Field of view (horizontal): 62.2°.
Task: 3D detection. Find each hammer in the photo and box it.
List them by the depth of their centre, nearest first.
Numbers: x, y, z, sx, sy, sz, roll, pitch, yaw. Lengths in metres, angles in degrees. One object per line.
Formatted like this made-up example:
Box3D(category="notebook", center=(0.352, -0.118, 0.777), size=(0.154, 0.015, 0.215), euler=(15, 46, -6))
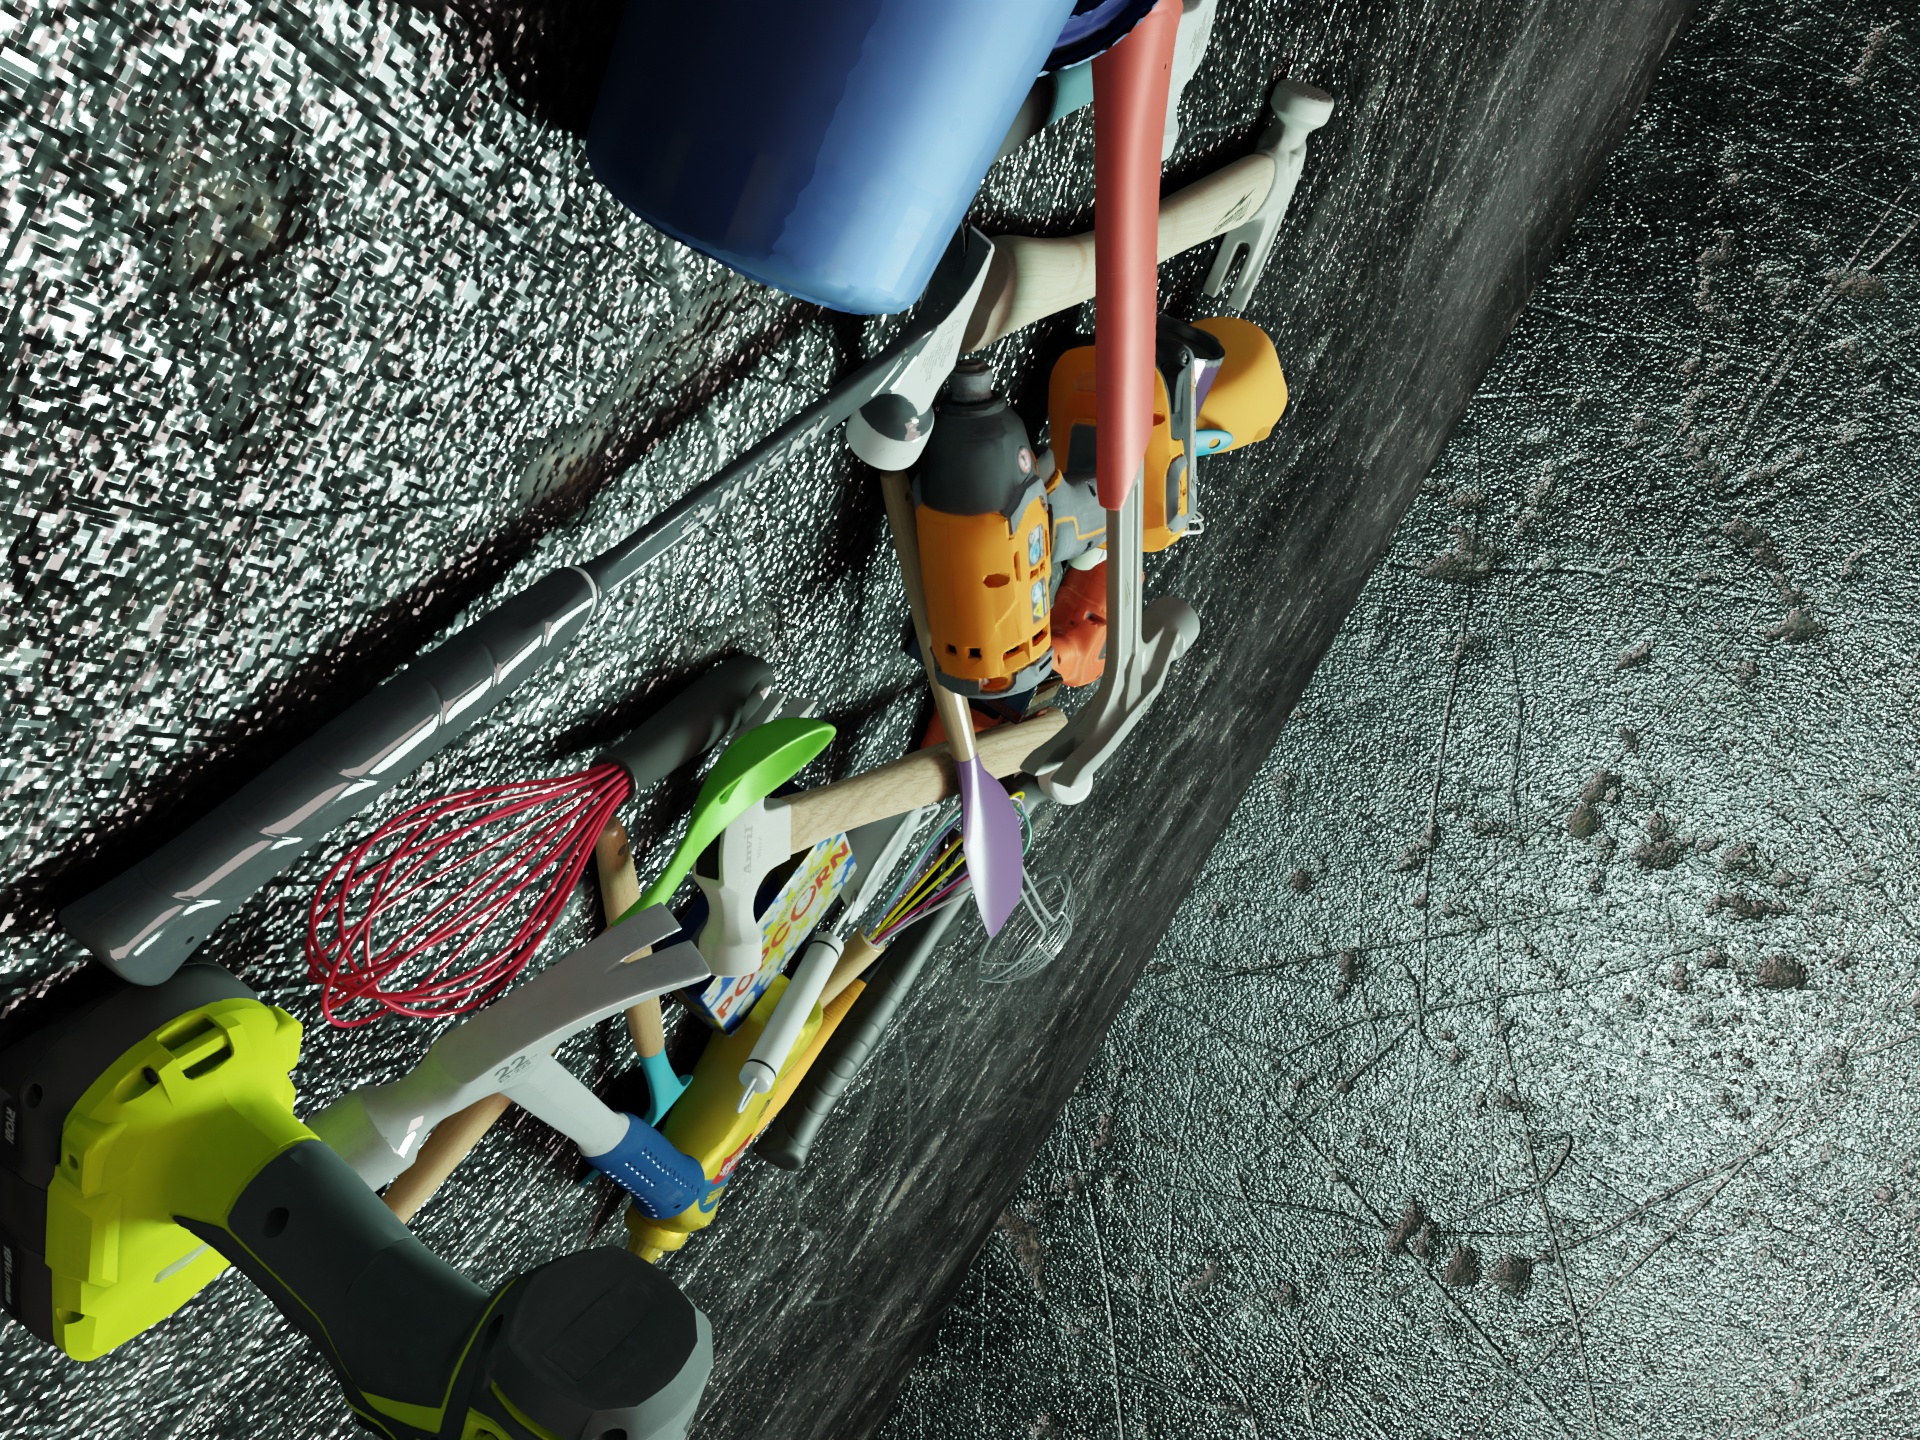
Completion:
Box3D(category="hammer", center=(-0.122, -0.053, 0.557), size=(0.409, 0.036, 0.149), euler=(-45, 173, -34))
Box3D(category="hammer", center=(0.025, -0.259, 0.674), size=(0.331, 0.033, 0.128), euler=(-44, 159, -42))
Box3D(category="hammer", center=(0.071, -0.144, 0.729), size=(0.149, 0.037, 0.358), euler=(-46, 144, -41))
Box3D(category="hammer", center=(-0.160, 0.186, 0.731), size=(0.144, 0.035, 0.405), euler=(-34, 161, -14))
Box3D(category="hammer", center=(-0.029, 0.032, 0.888), size=(0.331, 0.031, 0.130), euler=(-18, 114, -55))
Box3D(category="hammer", center=(0.101, -0.261, 0.890), size=(0.411, 0.038, 0.146), euler=(-39, 155, -49))
Box3D(category="hammer", center=(-0.036, 0.157, 1.078), size=(0.335, 0.035, 0.146), euler=(-56, -161, -8))
Box3D(category="hammer", center=(-0.090, 0.213, 1.147), size=(0.337, 0.034, 0.127), euler=(-46, 159, -39))

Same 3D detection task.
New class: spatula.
Box3D(category="spatula", center=(-0.173, 0.149, 0.821), size=(0.082, 0.044, 0.317), euler=(-45, 154, -36))
Box3D(category="spatula", center=(-0.001, -0.003, 0.873), size=(0.060, 0.018, 0.315), euler=(-54, 142, -38))

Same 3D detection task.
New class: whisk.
Box3D(category="whisk", center=(-0.149, 0.032, 0.631), size=(0.296, 0.073, 0.073), euler=(-45, 159, -58))
Box3D(category="whisk", center=(-0.040, 0.128, 1.031), size=(0.245, 0.051, 0.047), euler=(-46, -166, 21))
Box3D(category="whisk", center=(0.115, -0.129, 1.054), size=(0.057, 0.059, 0.246), euler=(-58, 170, 24))

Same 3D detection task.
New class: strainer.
Box3D(category="strainer", center=(-0.078, 0.128, 0.949), size=(0.086, 0.050, 0.259), euler=(113, 3, -45))

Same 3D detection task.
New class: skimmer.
Box3D(category="skimmer", center=(0.032, 0.131, 1.374), size=(0.127, 0.090, 0.362), euler=(-52, 152, -16))

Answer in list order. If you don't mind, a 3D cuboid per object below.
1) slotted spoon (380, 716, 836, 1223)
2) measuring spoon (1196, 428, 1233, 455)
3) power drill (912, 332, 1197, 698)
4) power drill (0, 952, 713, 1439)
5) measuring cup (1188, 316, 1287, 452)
Box3D(category="slotted spoon", center=(-0.167, 0.115, 0.710), size=(0.314, 0.031, 0.070), euler=(-50, 171, -2))
Box3D(category="measuring spoon", center=(0.119, -0.166, 1.002), size=(0.128, 0.021, 0.042), euler=(-10, 139, -19))
Box3D(category="power drill", center=(0.050, -0.131, 0.833), size=(0.226, 0.084, 0.164), euler=(-44, 137, -48))
Box3D(category="power drill", center=(-0.187, 0.187, 0.479), size=(0.080, 0.223, 0.171), euler=(-34, 150, -55))
Box3D(category="measuring cup", center=(0.133, -0.201, 1.045), size=(0.173, 0.095, 0.052), euler=(-35, 138, -7))
